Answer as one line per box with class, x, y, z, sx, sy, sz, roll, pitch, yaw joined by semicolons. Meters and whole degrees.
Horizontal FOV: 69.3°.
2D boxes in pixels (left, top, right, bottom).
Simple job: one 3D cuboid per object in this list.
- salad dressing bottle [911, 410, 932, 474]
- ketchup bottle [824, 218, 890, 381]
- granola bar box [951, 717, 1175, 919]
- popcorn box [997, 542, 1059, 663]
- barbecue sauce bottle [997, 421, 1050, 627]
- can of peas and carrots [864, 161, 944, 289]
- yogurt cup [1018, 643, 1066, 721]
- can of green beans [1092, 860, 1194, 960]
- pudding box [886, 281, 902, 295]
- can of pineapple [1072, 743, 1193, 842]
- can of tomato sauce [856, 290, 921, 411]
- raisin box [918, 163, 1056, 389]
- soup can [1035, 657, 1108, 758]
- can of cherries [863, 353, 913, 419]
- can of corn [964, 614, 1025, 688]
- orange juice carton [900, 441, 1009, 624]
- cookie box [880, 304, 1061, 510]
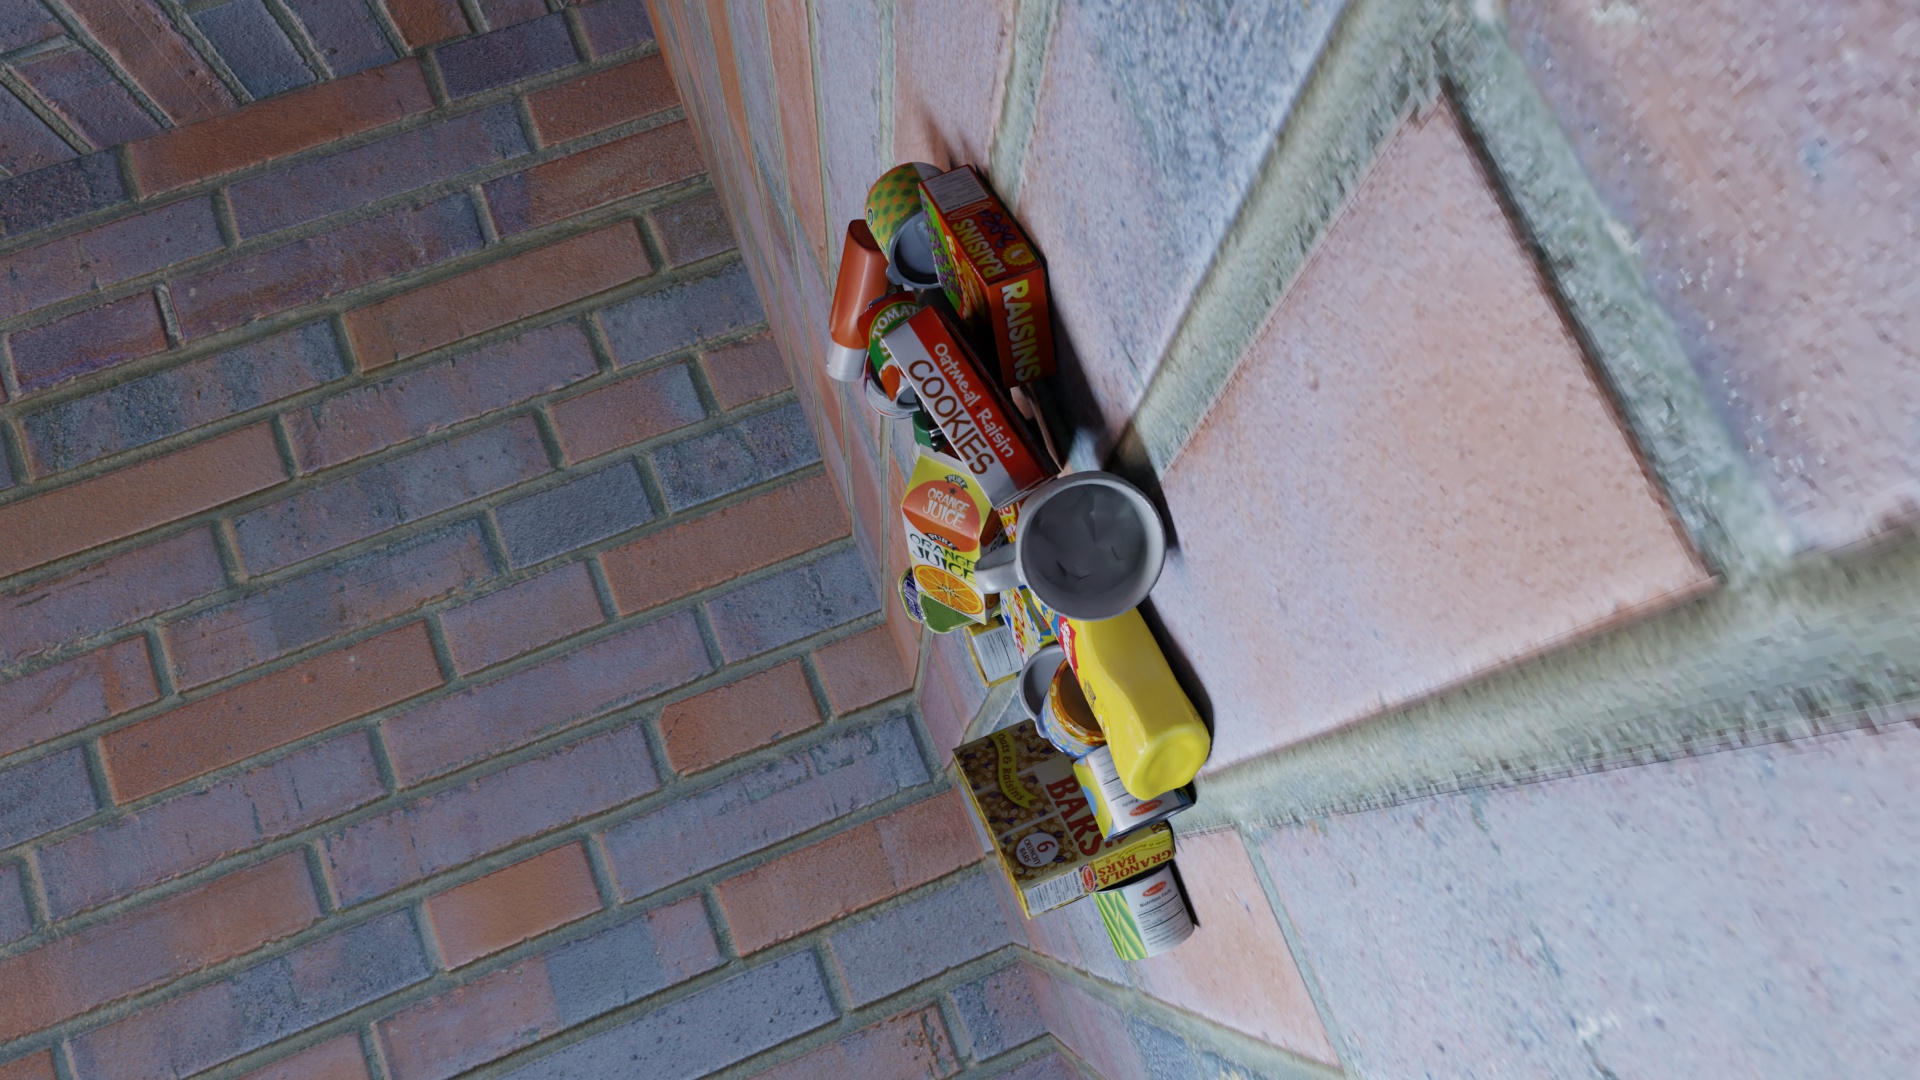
salad dressing bottle;-0.025;-0.085;1.341;0.147;0.044;0.064;88;161;-65
ketchup bottle;-0.095;-0.218;1.283;0.065;0.043;0.148;-115;32;-45
granola bar box;0.078;0.208;1.104;0.166;0.124;0.039;-122;14;-53
popcorn box;0.064;0.061;1.134;0.126;0.038;0.085;84;164;-60
barbecue sauce bottle;0.054;-0.012;1.007;0.065;0.044;0.148;171;78;-80
can of peas and carrots;-0.028;-0.213;0.946;0.070;0.071;0.059;79;168;-49
yogurt cup;0.081;0.120;1.087;0.053;0.072;0.072;69;178;-69
can of green beans;0.142;0.287;1.085;0.071;0.071;0.058;148;101;-82
pudding box;-0.070;-0.222;1.344;0.083;0.030;0.049;133;117;-81
can of pineapple;0.118;0.168;0.952;0.070;0.071;0.058;95;154;-71
can of tomato sauce;-0.044;-0.163;1.191;0.071;0.071;0.083;94;153;-71
raisin box;0.018;-0.167;0.875;0.085;0.040;0.124;78;169;-47
soup can;0.091;0.115;0.979;0.083;0.071;0.071;95;153;-71
can of cherries;-0.057;-0.156;1.307;0.058;0.071;0.071;112;136;-77
can of corn;0.041;0.099;1.312;0.071;0.058;0.071;162;88;-82
orange juice carton;0.004;-0.014;1.131;0.072;0.073;0.191;25;155;16
cookie box;0.012;-0.083;0.882;0.123;0.040;0.167;56;-172;1
